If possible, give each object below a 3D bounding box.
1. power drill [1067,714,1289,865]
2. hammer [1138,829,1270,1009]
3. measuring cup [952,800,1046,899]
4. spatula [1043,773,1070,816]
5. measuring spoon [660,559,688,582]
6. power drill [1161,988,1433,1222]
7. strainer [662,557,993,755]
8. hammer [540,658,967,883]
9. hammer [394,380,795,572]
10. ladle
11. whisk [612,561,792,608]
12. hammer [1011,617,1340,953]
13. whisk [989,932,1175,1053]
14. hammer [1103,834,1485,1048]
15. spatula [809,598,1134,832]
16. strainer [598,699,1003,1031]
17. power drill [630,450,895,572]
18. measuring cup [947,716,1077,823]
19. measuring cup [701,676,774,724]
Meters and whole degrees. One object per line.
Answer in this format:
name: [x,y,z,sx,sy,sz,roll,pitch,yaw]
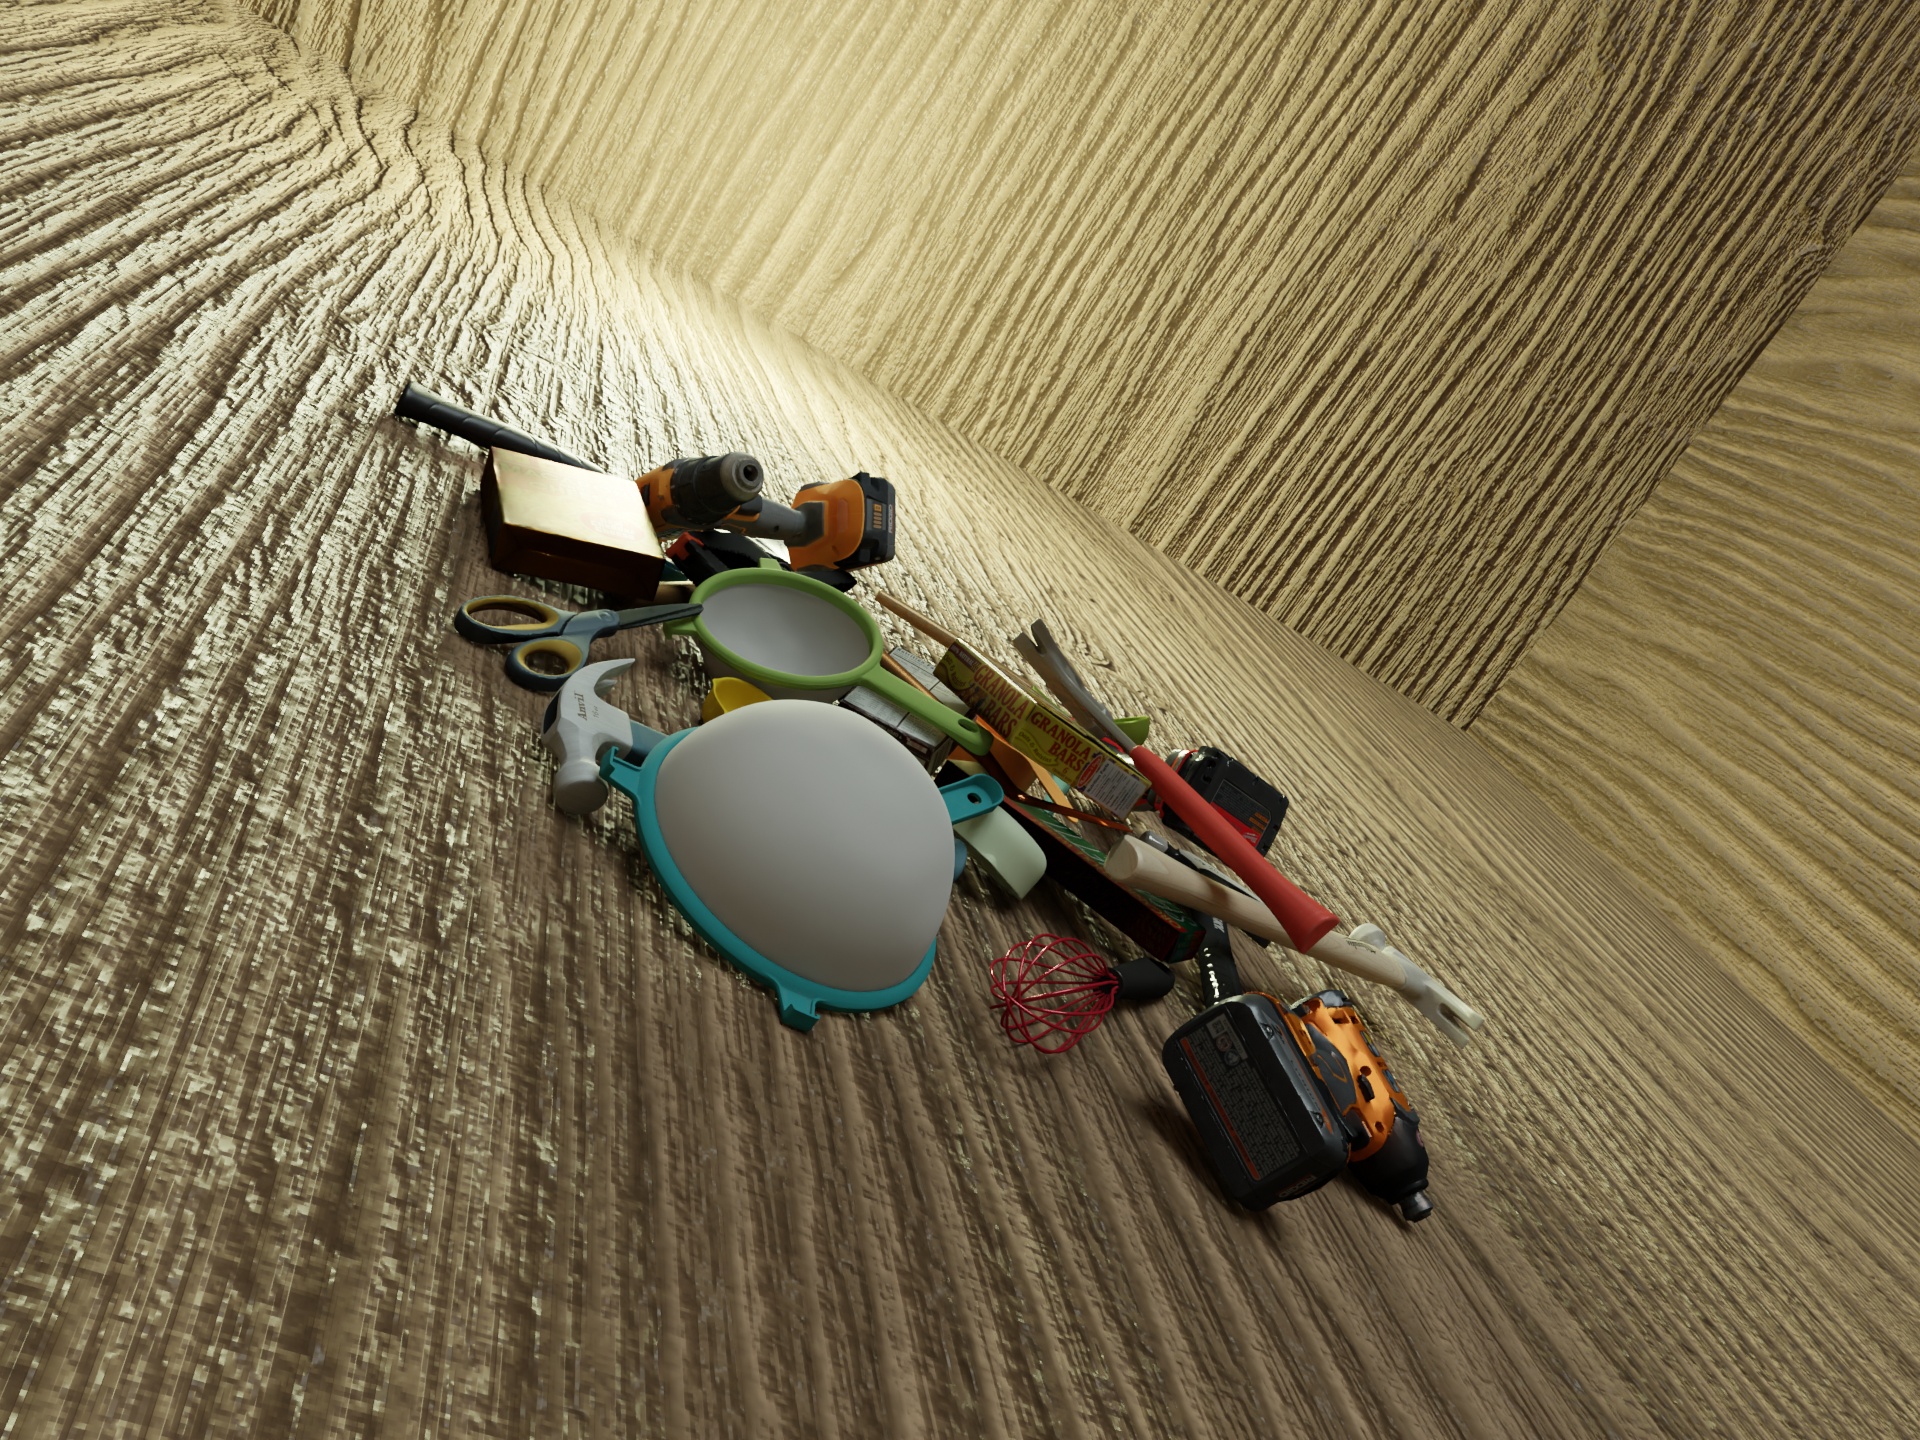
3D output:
power drill: [0.183,0.063,1.439,0.143,0.078,0.220,33,-8,-33]
hammer: [0.210,0.190,1.285,0.146,0.035,0.335,32,16,-5]
measuring cup: [-0.001,0.058,1.163,0.167,0.038,0.083,48,-8,2]
spatula: [0.049,0.003,1.491,0.044,0.082,0.318,25,11,-31]
measuring spoon: [-0.281,-0.143,1.347,0.129,0.021,0.042,32,5,28]
power drill: [0.234,0.256,1.037,0.226,0.084,0.164,17,41,-56]
strainer: [-0.094,-0.024,1.209,0.256,0.069,0.151,30,34,11]
hammer: [-0.121,0.050,1.029,0.330,0.033,0.128,24,31,-38]
hammer: [-0.314,-0.210,1.438,0.408,0.036,0.149,21,21,-38]
ladle: [0.055,-0.055,1.641,0.320,0.062,0.078,32,-5,-10]
whisk: [-0.207,-0.108,1.333,0.245,0.051,0.047,-10,80,-61]
hammer: [0.167,0.053,1.251,0.359,0.037,0.149,48,-1,44]
whisk: [0.092,0.176,1.061,0.073,0.073,0.295,40,11,23]
hammer: [0.267,0.173,1.279,0.410,0.038,0.146,24,12,-39]
spatula: [-0.002,-0.004,1.230,0.323,0.041,0.081,42,8,20]
strainer: [-0.043,0.049,0.978,0.211,0.095,0.340,50,29,15]
power drill: [-0.161,-0.183,1.374,0.226,0.084,0.185,5,-8,-38]
measuring cup: [0.045,0.051,1.344,0.095,0.052,0.174,21,22,-38]
measuring cup: [-0.167,0.019,1.086,0.062,0.029,0.157,35,27,-5]
